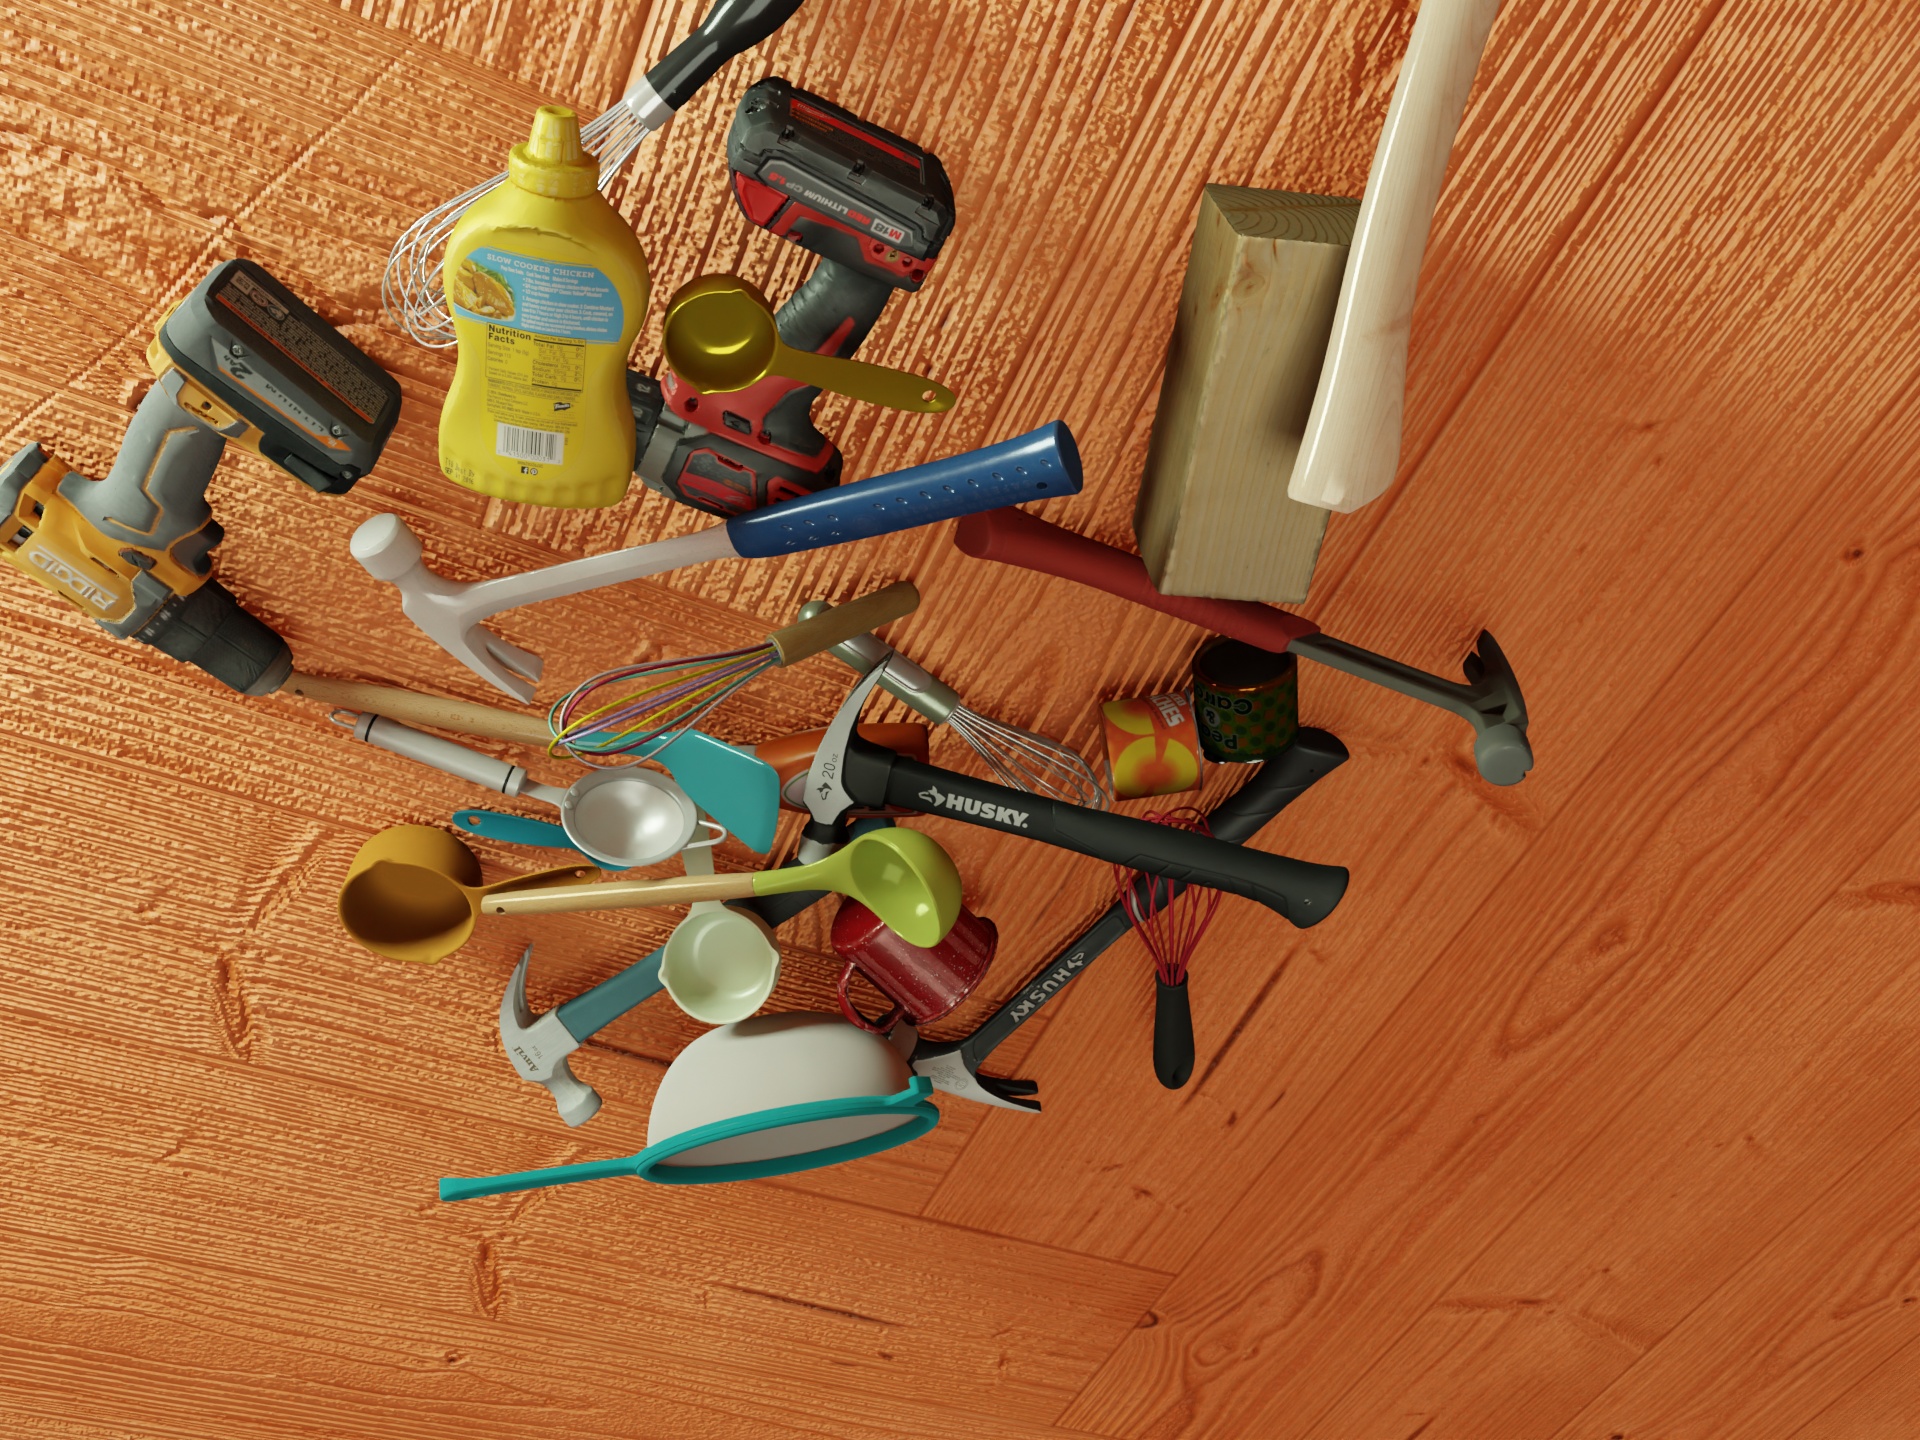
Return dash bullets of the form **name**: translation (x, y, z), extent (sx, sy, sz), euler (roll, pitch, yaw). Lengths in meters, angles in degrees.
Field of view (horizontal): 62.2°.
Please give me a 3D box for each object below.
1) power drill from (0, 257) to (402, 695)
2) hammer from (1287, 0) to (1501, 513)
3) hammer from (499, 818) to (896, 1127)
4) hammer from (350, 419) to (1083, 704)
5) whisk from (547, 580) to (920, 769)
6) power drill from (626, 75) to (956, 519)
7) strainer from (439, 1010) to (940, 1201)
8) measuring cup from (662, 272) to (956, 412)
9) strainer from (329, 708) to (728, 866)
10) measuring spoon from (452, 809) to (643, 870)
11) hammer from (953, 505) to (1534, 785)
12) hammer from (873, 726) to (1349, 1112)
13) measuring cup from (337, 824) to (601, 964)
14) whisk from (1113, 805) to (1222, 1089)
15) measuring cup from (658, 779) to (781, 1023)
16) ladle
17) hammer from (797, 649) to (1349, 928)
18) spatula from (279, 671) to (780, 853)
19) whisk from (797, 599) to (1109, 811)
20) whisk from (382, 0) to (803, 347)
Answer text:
- **power drill**: translation (-0.405, -0.118, 0.875), extent (0.226, 0.084, 0.185), euler (-34, 122, 23)
- **hammer**: translation (0.216, -0.304, 0.748), extent (0.146, 0.038, 0.410), euler (10, 104, -11)
- **hammer**: translation (-0.179, 0.157, 1.103), extent (0.331, 0.033, 0.128), euler (-32, 105, 12)
- **hammer**: translation (-0.129, -0.094, 0.873), extent (0.405, 0.035, 0.143), euler (-10, 139, 20)
- **whisk**: translation (-0.128, -0.031, 0.922), extent (0.245, 0.051, 0.047), euler (-25, 136, -28)
- **power drill**: translation (-0.122, -0.214, 0.837), extent (0.187, 0.080, 0.226), euler (20, 124, -18)
- **strainer**: translation (-0.188, 0.264, 1.106), extent (0.340, 0.095, 0.210), euler (-7, 157, -8)
- **measuring cup**: translation (-0.075, -0.185, 0.805), extent (0.156, 0.029, 0.062), euler (10, 132, -25)
- **strainer**: translation (-0.275, 0.042, 1.011), extent (0.258, 0.087, 0.050), euler (21, 130, -6)
- **measuring spoon**: translation (-0.273, 0.071, 1.062), extent (0.128, 0.021, 0.042), euler (10, 120, -1)
- **hammer**: translation (0.171, -0.066, 0.961), extent (0.359, 0.149, 0.036), euler (20, 121, -5)
- **hammer**: translation (0.116, 0.146, 1.136), extent (0.149, 0.036, 0.409), euler (33, 116, -26)
- **measuring cup**: translation (-0.321, 0.103, 1.055), extent (0.173, 0.052, 0.095), euler (-12, 125, 1)
- **whisk**: translation (0.145, 0.165, 1.100), extent (0.073, 0.073, 0.295), euler (-8, 132, 0)
- **measuring cup**: translation (-0.165, 0.116, 1.058), extent (0.083, 0.038, 0.167), euler (-11, 89, 8)
- **ladle**: translation (-0.154, 0.110, 0.981), extent (0.320, 0.062, 0.078), euler (-6, 120, 13)
- **hammer**: translation (0.071, 0.061, 0.975), extent (0.335, 0.035, 0.146), euler (14, 114, 3)
- **spatula**: translation (-0.264, 0.013, 0.979), extent (0.317, 0.044, 0.082), euler (11, 136, -3)
- **whisk**: translation (-0.002, -0.003, 1.013), extent (0.246, 0.058, 0.059), euler (34, 151, -21)
- **whisk**: translation (-0.178, -0.286, 0.794), extent (0.284, 0.070, 0.070), euler (-37, 121, 14)
